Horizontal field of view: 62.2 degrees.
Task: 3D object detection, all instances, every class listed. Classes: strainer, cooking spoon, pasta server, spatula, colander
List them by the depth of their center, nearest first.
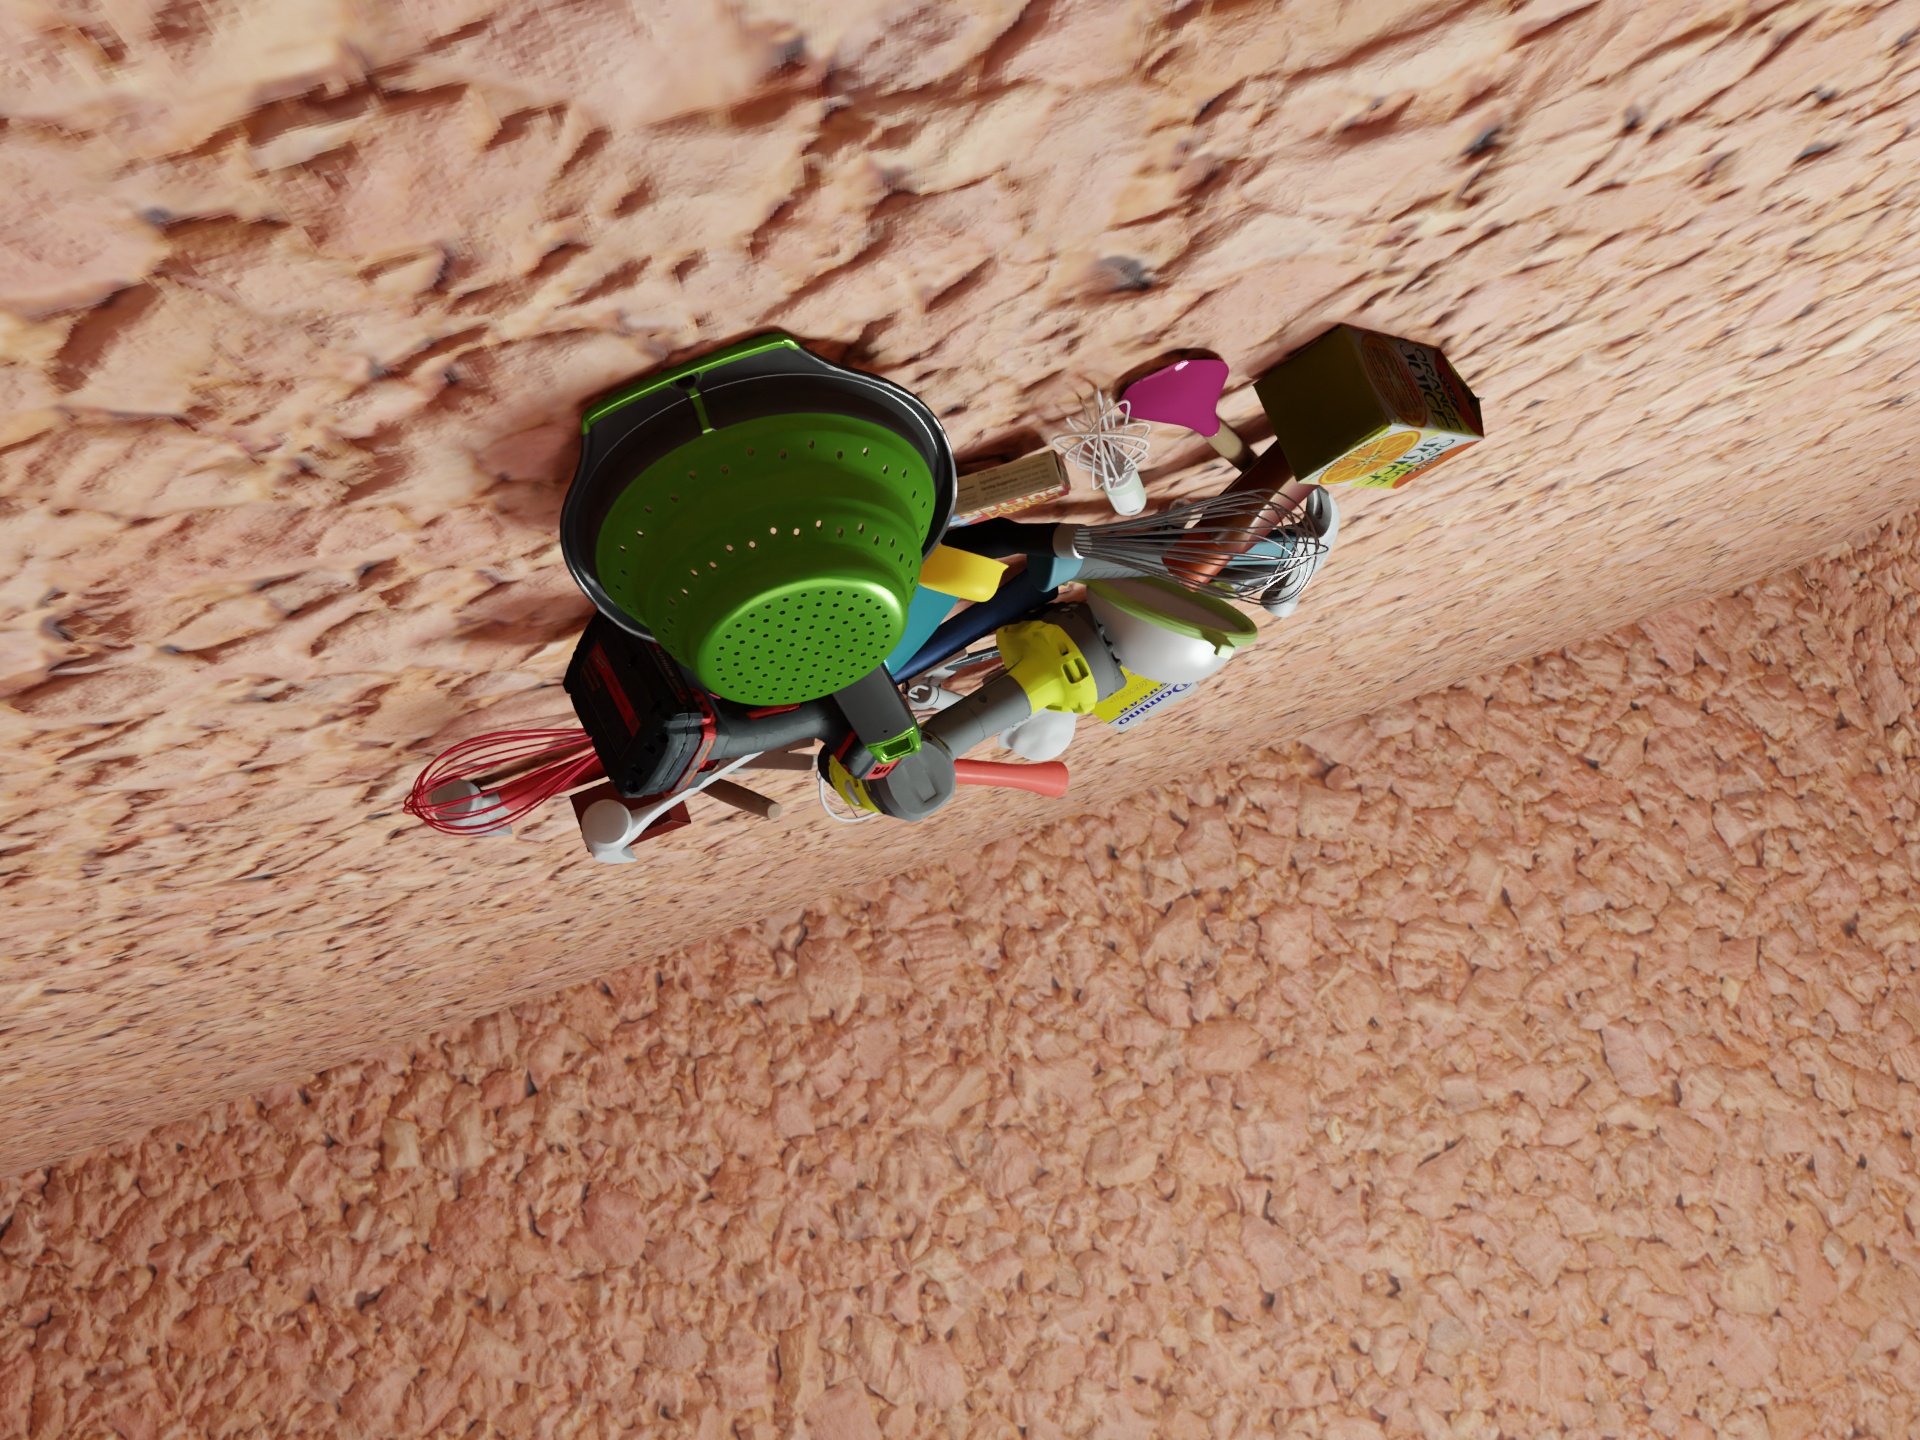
[{"bbox_3d":[-0.072,-0.037,0.865,0.204,0.095,0.396,-21,151,3],"label":"colander"},{"bbox_3d":[-0.050,-0.107,1.016,0.082,0.044,0.317,-50,169,-7],"label":"spatula"},{"bbox_3d":[0.172,-0.191,1.061,0.069,0.017,0.318,-23,169,20],"label":"cooking spoon"},{"bbox_3d":[-0.203,0.060,1.325,0.060,0.040,0.316,-42,-159,-17],"label":"pasta server"},{"bbox_3d":[0.179,-0.078,1.327,0.256,0.151,0.069,-18,132,-65],"label":"strainer"},{"bbox_3d":[0.037,0.000,1.464,0.087,0.050,0.258,-35,149,28],"label":"strainer"}]

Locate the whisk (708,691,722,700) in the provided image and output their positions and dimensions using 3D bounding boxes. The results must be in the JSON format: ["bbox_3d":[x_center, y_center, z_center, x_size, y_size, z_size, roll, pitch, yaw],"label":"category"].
[{"bbox_3d":[-0.176,-0.005,1.228,0.244,0.051,0.047,3,130,-49],"label":"whisk"}]

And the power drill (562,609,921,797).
[{"bbox_3d":[-0.140,-0.023,1.055,0.219,0.143,0.078,-4,141,-43],"label":"power drill"}]

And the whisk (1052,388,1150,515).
[{"bbox_3d":[0.099,-0.160,1.014,0.058,0.059,0.246,-7,177,10],"label":"whisk"}]

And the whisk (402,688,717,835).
[{"bbox_3d":[-0.280,0.017,1.217,0.296,0.073,0.073,-22,171,-22],"label":"whisk"}]

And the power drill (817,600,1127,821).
[{"bbox_3d":[-0.002,-0.004,1.248,0.228,0.080,0.191,-33,-166,-18],"label":"power drill"}]

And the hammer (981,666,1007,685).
[{"bbox_3d":[0.128,-0.041,1.717,0.146,0.035,0.334,-22,170,12],"label":"hammer"}]

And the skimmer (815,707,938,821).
[{"bbox_3d":[0.029,0.001,1.539,0.363,0.090,0.127,-19,142,17],"label":"skimmer"}]

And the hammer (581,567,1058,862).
[{"bbox_3d":[-0.101,-0.008,1.194,0.405,0.035,0.144,-31,176,-17],"label":"hammer"}]

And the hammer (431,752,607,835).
[{"bbox_3d":[-0.237,0.017,1.338,0.386,0.038,0.143,-19,171,0],"label":"hammer"}]

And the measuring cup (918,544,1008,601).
[{"bbox_3d":[0.000,-0.093,1.066,0.062,0.029,0.156,15,179,3],"label":"measuring cup"}]

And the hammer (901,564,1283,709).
[{"bbox_3d":[0.146,-0.099,1.451,0.409,0.036,0.149,-17,169,-14],"label":"hammer"}]

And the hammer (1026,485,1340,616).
[{"bbox_3d":[0.175,-0.126,1.205,0.331,0.033,0.128,-8,135,-41],"label":"hammer"}]

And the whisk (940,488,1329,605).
[{"bbox_3d":[0.096,-0.110,0.986,0.285,0.070,0.070,9,-169,40],"label":"whisk"}]

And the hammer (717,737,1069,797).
[{"bbox_3d":[-0.036,0.043,1.466,0.358,0.037,0.149,6,174,-38],"label":"hammer"}]
